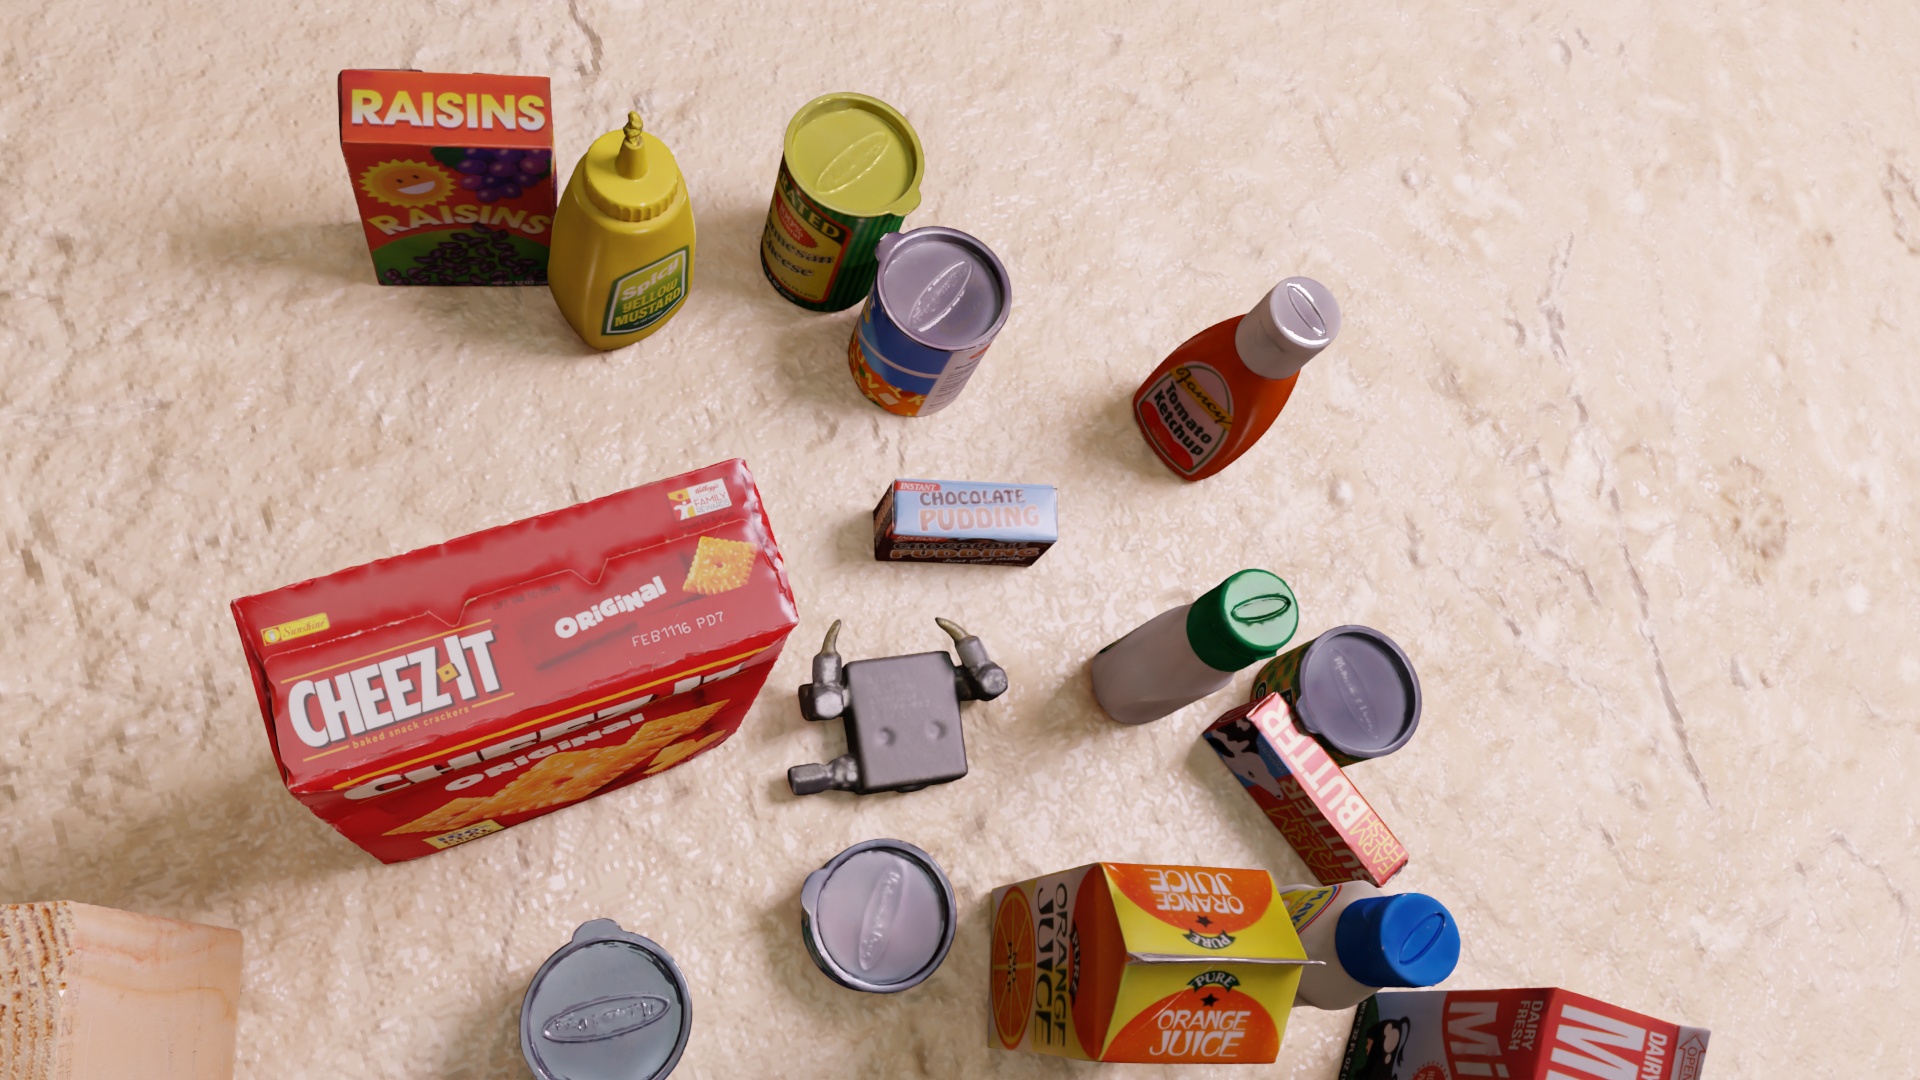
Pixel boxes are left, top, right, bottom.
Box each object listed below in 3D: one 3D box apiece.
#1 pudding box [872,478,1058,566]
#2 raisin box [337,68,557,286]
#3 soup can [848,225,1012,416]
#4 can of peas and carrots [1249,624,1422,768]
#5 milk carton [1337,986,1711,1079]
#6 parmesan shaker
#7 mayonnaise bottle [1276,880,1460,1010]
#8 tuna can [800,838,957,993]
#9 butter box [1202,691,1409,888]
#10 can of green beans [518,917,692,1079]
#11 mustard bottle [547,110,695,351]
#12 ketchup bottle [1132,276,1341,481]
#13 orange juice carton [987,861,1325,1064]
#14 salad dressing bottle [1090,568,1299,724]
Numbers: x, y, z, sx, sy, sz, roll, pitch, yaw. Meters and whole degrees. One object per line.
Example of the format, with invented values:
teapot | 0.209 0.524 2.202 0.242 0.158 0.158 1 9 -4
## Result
pudding box | 0.002 -0.009 0.684 0.084 0.049 0.030 2 72 -15
raisin box | -0.228 -0.162 0.632 0.086 0.123 0.040 -2 73 -16
soup can | -0.019 -0.109 0.694 0.071 0.083 0.071 5 71 -14
can of peas and carrots | 0.186 0.082 0.699 0.071 0.058 0.071 5 71 -14
milk carton | 0.240 0.239 0.589 0.073 0.190 0.072 28 67 -5
parmesan shaker | -0.060 -0.162 0.690 0.071 0.102 0.071 5 71 -14
mayonnaise bottle | 0.162 0.178 0.612 0.065 0.147 0.041 -38 85 -23
tuna can | -0.040 0.168 0.622 0.071 0.032 0.071 5 71 -14
butter box | 0.169 0.125 0.683 0.024 0.053 0.103 -36 84 -23
can of green beans | -0.145 0.196 0.570 0.071 0.057 0.071 5 71 -14
mustard bottle | -0.151 -0.141 0.626 0.065 0.159 0.049 -33 84 -22
ketchup bottle | 0.138 -0.082 0.692 0.044 0.148 0.065 -32 83 -22
orange juice carton | 0.071 0.173 0.564 0.072 0.192 0.073 7 71 -13
salad dressing bottle | 0.106 0.050 0.640 0.064 0.147 0.044 -11 76 -18
